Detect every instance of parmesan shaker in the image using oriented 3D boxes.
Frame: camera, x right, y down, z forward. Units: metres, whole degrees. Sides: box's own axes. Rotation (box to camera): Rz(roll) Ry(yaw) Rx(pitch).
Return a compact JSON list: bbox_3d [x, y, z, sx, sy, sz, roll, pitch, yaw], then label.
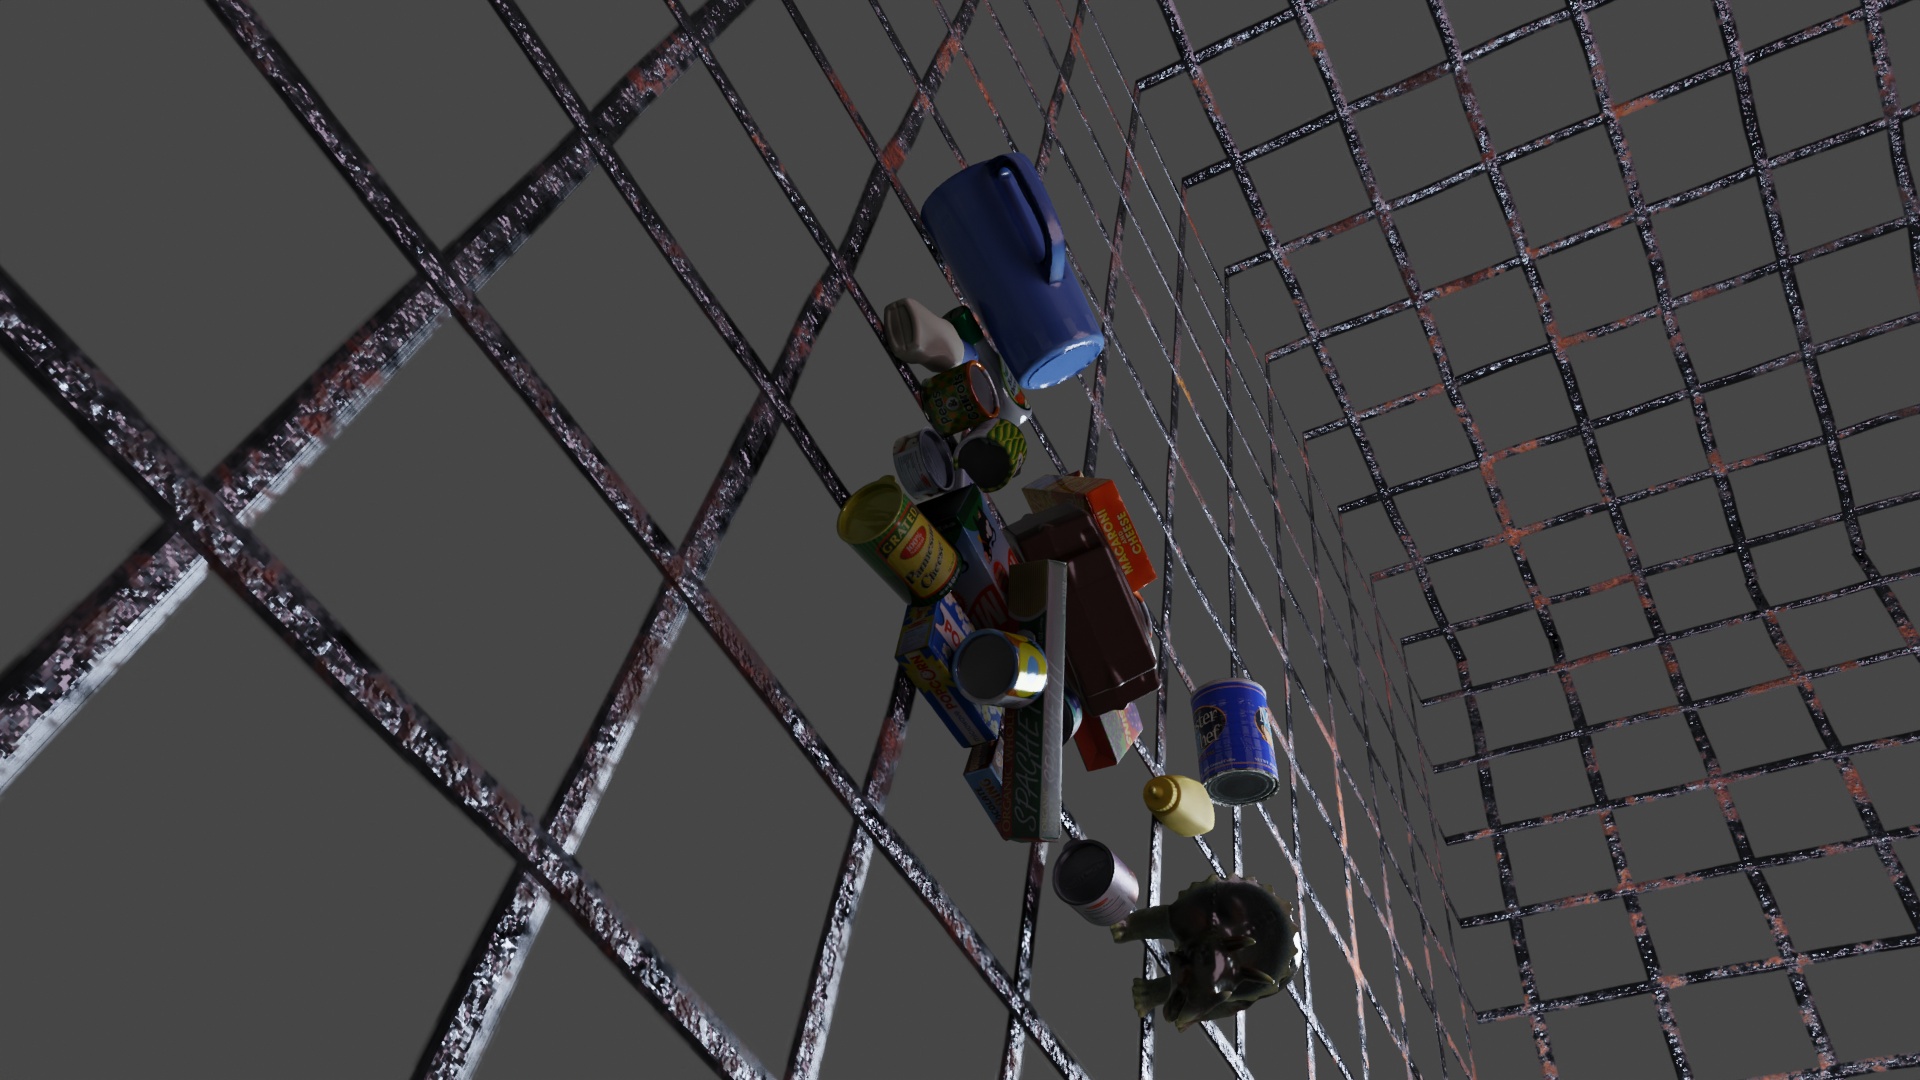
[{"bbox_3d":[-0.050,0.002,1.199,0.102,0.071,0.072,48,31,-41],"label":"parmesan shaker"}]

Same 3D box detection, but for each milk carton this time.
[{"bbox_3d":[0.019,0.050,1.307,0.190,0.072,0.074,62,25,-19],"label":"milk carton"}]

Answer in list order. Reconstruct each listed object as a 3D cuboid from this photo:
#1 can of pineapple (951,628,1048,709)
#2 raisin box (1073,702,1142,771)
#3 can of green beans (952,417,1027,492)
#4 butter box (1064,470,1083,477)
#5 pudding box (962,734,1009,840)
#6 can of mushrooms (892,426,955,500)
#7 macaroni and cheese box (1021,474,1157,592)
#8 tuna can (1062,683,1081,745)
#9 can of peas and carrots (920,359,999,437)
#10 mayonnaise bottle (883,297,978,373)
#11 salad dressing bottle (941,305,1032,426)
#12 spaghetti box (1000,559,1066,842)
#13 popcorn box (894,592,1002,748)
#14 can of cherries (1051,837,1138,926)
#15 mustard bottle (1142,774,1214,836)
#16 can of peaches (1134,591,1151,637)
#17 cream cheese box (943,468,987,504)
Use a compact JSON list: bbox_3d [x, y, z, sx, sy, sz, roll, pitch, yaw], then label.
[{"bbox_3d":[0.034,0.109,1.202,0.058,0.071,0.071,19,54,-59],"label":"can of pineapple"},{"bbox_3d":[0.159,0.194,1.542,0.086,0.040,0.124,68,22,-2],"label":"raisin box"},{"bbox_3d":[0.031,-0.089,1.455,0.071,0.071,0.058,64,24,-13],"label":"can of green beans"},{"bbox_3d":[0.140,-0.028,1.662,0.103,0.053,0.024,64,21,-16],"label":"butter box"},{"bbox_3d":[0.037,0.225,1.261,0.083,0.030,0.050,61,26,-20],"label":"pudding box"},{"bbox_3d":[-0.034,-0.074,1.341,0.071,0.033,0.071,47,32,-41],"label":"can of mushrooms"},{"bbox_3d":[0.140,-0.009,1.543,0.123,0.040,0.166,64,-17,-13],"label":"macaroni and cheese box"},{"bbox_3d":[0.082,0.169,1.362,0.071,0.071,0.033,70,22,-1],"label":"tuna can"},{"bbox_3d":[-0.001,-0.147,1.442,0.070,0.058,0.071,48,31,-41],"label":"can of peas and carrots"},{"bbox_3d":[-0.028,-0.206,1.454,0.148,0.041,0.065,16,59,-64],"label":"mayonnaise bottle"},{"bbox_3d":[0.028,-0.194,1.561,0.147,0.044,0.064,57,20,-26],"label":"salad dressing bottle"},{"bbox_3d":[0.066,0.141,1.236,0.029,0.050,0.250,15,72,-43],"label":"spaghetti box"},{"bbox_3d":[-0.006,0.113,1.246,0.126,0.038,0.085,56,28,-30],"label":"popcorn box"},{"bbox_3d":[0.130,0.327,1.336,0.058,0.071,0.072,48,32,-42],"label":"can of cherries"},{"bbox_3d":[0.252,0.308,1.643,0.160,0.048,0.065,36,40,-52],"label":"mustard bottle"},{"bbox_3d":[0.190,0.096,1.666,0.071,0.058,0.071,48,31,-42],"label":"can of peaches"},{"bbox_3d":[0.005,-0.017,1.393,0.053,0.024,0.104,49,31,-41],"label":"cream cheese box"}]
